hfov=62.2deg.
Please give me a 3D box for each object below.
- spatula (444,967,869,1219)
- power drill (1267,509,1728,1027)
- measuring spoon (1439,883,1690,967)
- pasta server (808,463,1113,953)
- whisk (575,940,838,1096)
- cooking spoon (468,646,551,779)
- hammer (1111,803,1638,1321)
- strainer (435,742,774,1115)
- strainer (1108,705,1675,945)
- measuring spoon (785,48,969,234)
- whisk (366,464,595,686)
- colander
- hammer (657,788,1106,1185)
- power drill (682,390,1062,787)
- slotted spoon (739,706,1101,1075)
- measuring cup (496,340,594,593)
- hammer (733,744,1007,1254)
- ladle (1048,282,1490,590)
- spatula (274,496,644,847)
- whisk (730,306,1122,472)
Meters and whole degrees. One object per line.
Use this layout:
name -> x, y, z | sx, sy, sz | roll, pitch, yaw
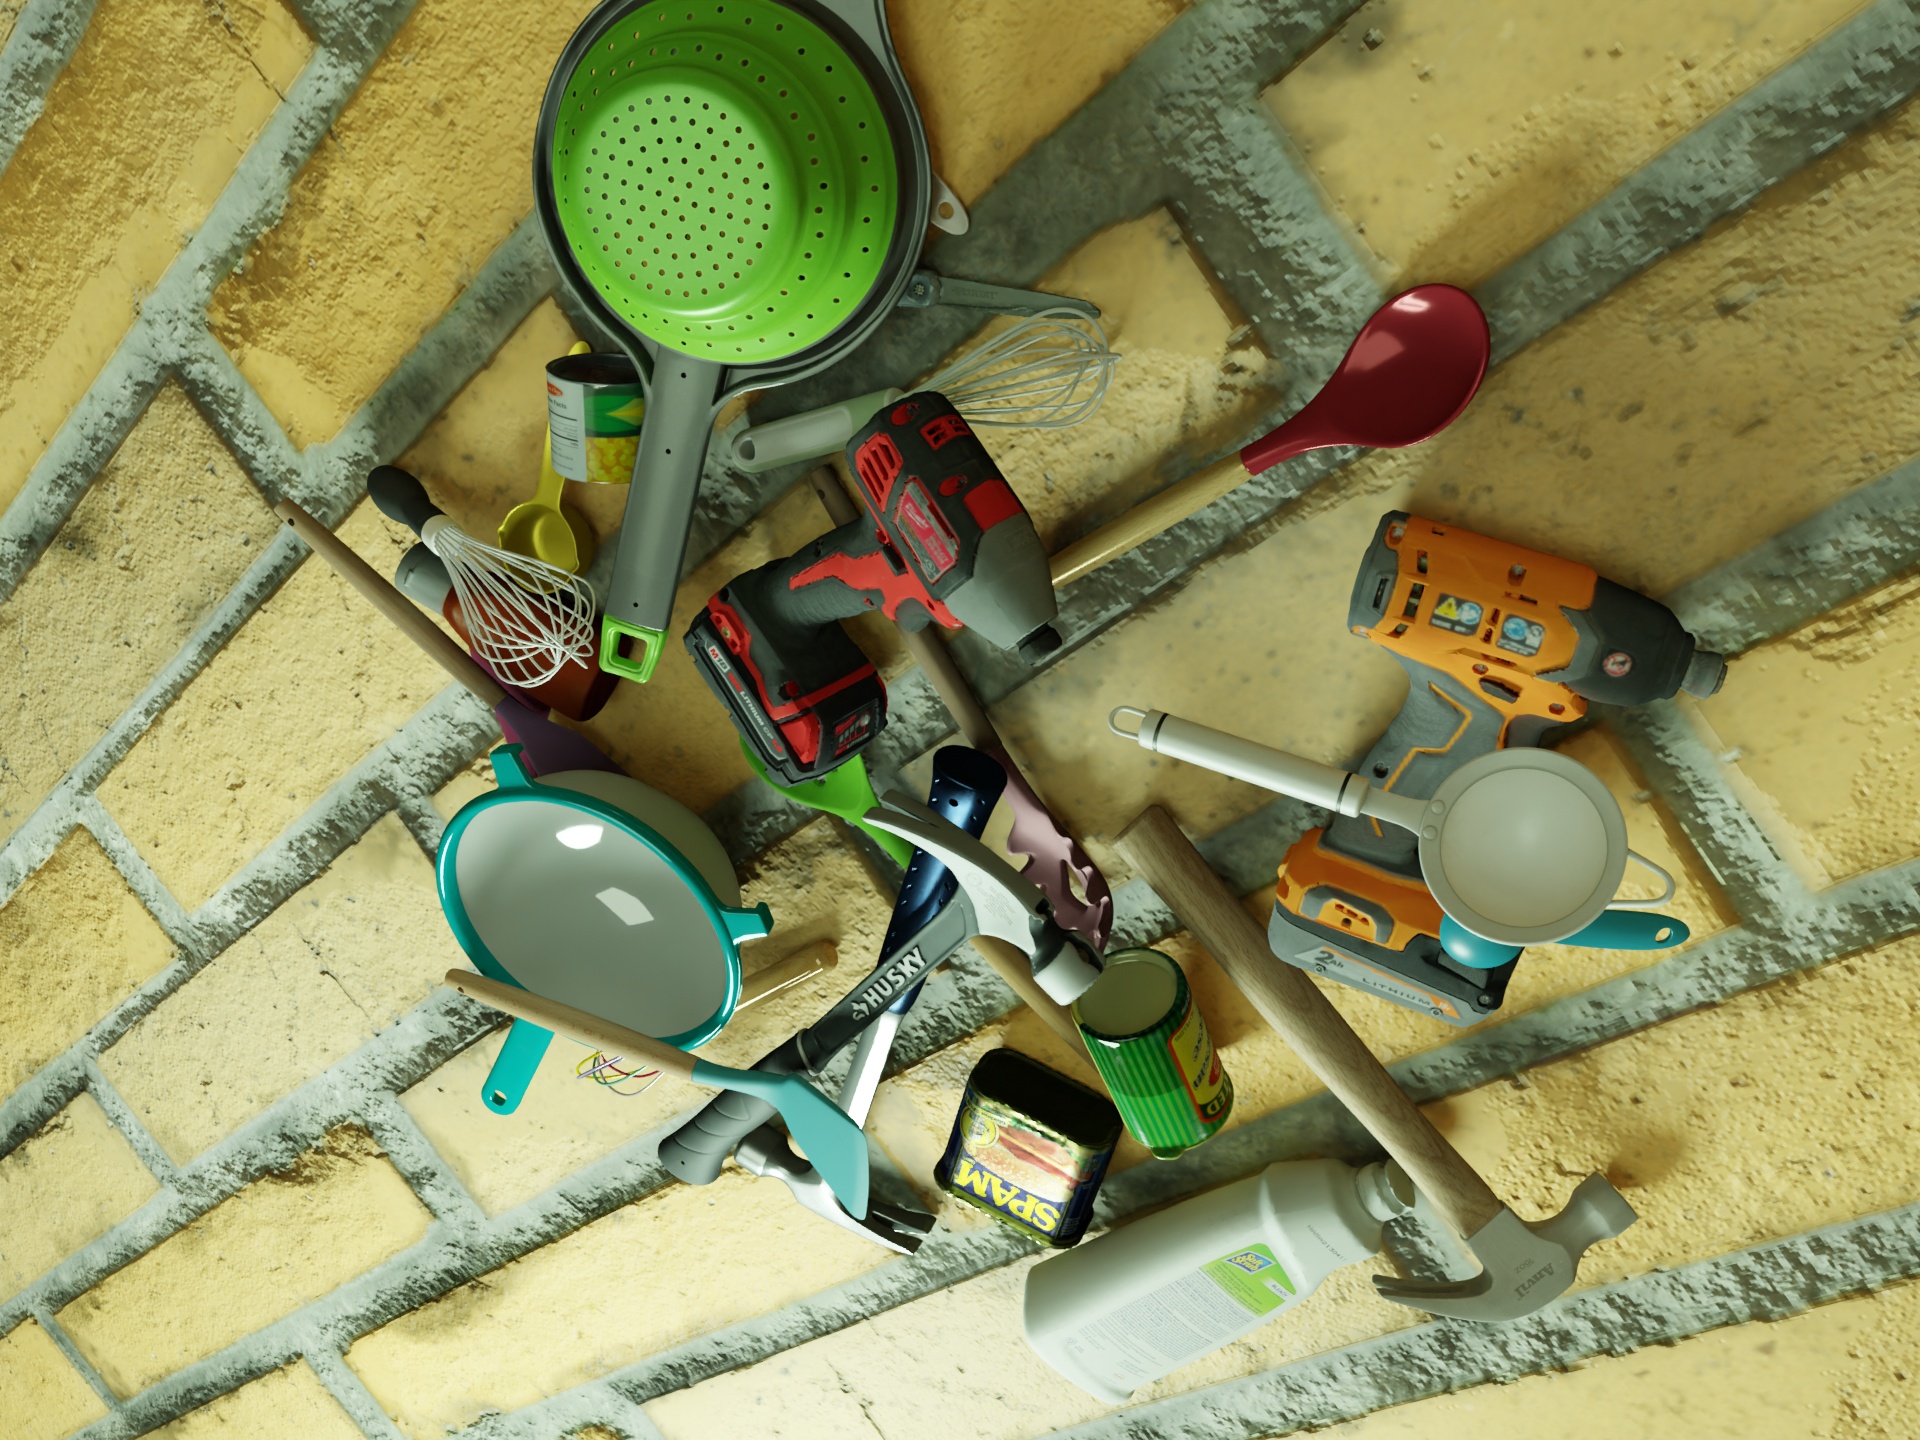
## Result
spatula -> -0.191, 0.213, 0.981 | 0.317, 0.044, 0.082 | 16, 128, 17
power drill -> 0.247, 0.028, 0.757 | 0.164, 0.084, 0.226 | 19, 116, 16
measuring spoon -> 0.282, 0.099, 0.728 | 0.128, 0.021, 0.042 | 4, 115, -13
pasta server -> -0.001, -0.003, 0.894 | 0.060, 0.040, 0.316 | -26, 98, 48
whisk -> -0.173, 0.201, 1.078 | 0.245, 0.051, 0.047 | -30, 118, 30
cooking spoon -> -0.291, 0.060, 1.082 | 0.069, 0.017, 0.318 | 7, 114, 25
hammer -> 0.200, 0.181, 0.857 | 0.130, 0.031, 0.331 | -42, 84, 3
strainer -> -0.246, 0.148, 1.055 | 0.211, 0.095, 0.340 | 33, 130, -1
strainer -> 0.186, 0.035, 0.720 | 0.258, 0.050, 0.087 | 19, 86, 22
measuring spoon -> -0.039, -0.291, 0.799 | 0.124, 0.018, 0.034 | 44, 125, -6
whisk -> -0.290, -0.097, 0.934 | 0.285, 0.070, 0.070 | 36, 129, 42
colander -> -0.143, -0.183, 0.794 | 0.204, 0.094, 0.397 | 18, 115, 2
hammer -> -0.086, 0.189, 0.963 | 0.149, 0.036, 0.408 | 46, 130, 1
power drill -> -0.042, -0.057, 0.832 | 0.219, 0.078, 0.143 | -36, 87, 45
slotted spoon -> -0.012, 0.104, 0.955 | 0.314, 0.031, 0.070 | 46, 125, -1
measuring cup -> -0.237, -0.152, 0.960 | 0.062, 0.029, 0.156 | 23, 109, 16
hammer -> -0.040, 0.182, 0.978 | 0.144, 0.035, 0.405 | 28, 128, 13
ladle -> 0.121, -0.114, 0.785 | 0.315, 0.031, 0.069 | -27, 67, 36
spatula -> -0.318, -0.028, 1.029 | 0.316, 0.018, 0.059 | 44, 122, -10
whisk -> -0.026, -0.163, 0.829 | 0.246, 0.059, 0.058 | -7, 96, 34
